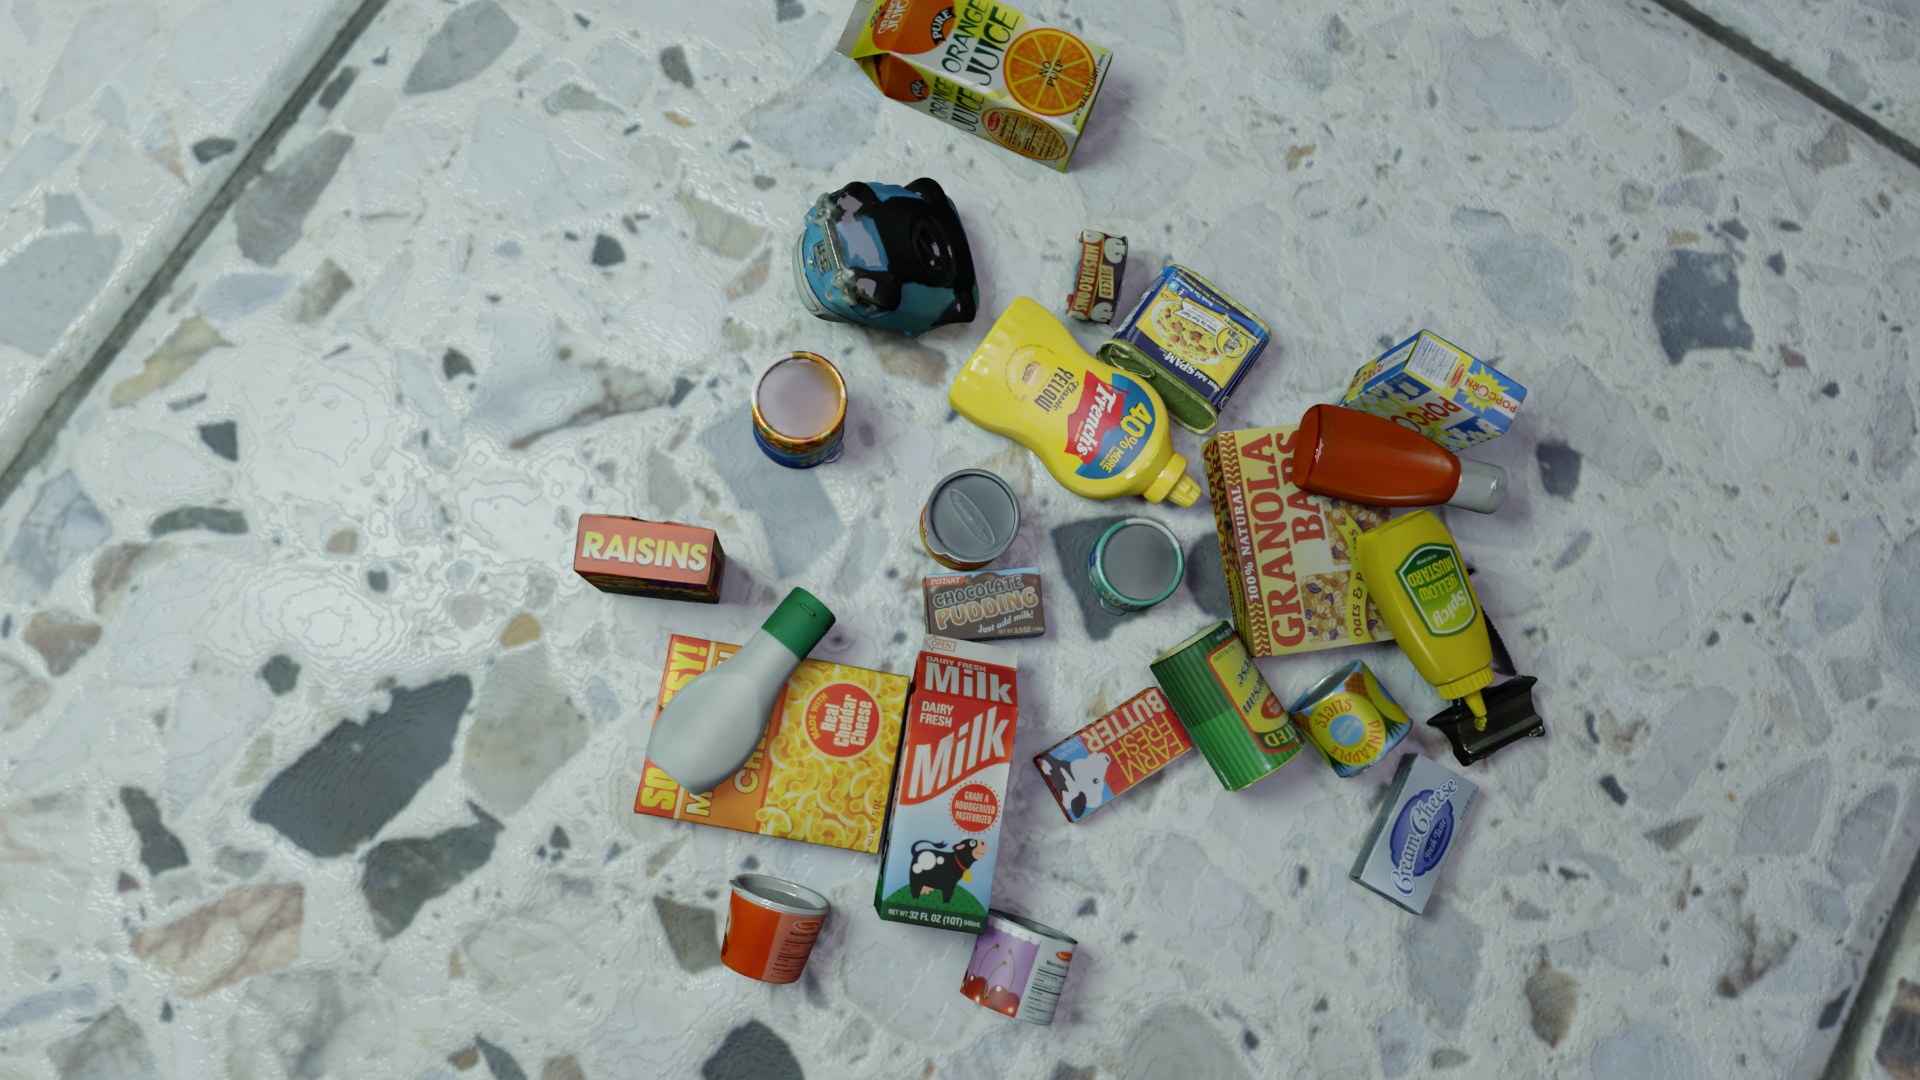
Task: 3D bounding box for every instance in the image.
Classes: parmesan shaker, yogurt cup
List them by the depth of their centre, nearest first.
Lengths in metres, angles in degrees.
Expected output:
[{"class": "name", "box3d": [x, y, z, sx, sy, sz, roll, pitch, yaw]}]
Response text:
[{"class": "yogurt cup", "box3d": [-0.126, 0.259, 0.923, 0.072, 0.072, 0.054, 17, 88, -4]}, {"class": "parmesan shaker", "box3d": [0.186, 0.116, 0.978, 0.071, 0.071, 0.103, -31, 86, -10]}]

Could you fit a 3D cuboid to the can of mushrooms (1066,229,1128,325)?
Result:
[{"class": "can of mushrooms", "box3d": [0.100, -0.193, 1.017, 0.033, 0.071, 0.071, 10, 80, -3]}]

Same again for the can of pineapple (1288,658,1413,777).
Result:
[{"class": "can of pineapple", "box3d": [0.277, 0.127, 0.988, 0.071, 0.071, 0.058, -39, 87, -11]}]

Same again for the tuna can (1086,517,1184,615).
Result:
[{"class": "tuna can", "box3d": [0.126, 0.019, 1.006, 0.071, 0.032, 0.071, 1, 81, -7]}]

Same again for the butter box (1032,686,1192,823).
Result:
[{"class": "butter box", "box3d": [0.108, 0.152, 0.987, 0.104, 0.024, 0.053, -30, 86, -10]}]

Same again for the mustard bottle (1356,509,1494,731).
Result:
[{"class": "mustard bottle", "box3d": [0.338, 0.059, 0.978, 0.065, 0.048, 0.160, -24, 86, -11]}]

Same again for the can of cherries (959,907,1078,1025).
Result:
[{"class": "can of cherries", "box3d": [0.037, 0.287, 0.938, 0.071, 0.071, 0.058, 20, 81, -4]}]

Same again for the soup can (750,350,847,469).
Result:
[{"class": "soup can", "box3d": [-0.110, -0.089, 0.968, 0.071, 0.083, 0.071, 1, 81, -7]}]

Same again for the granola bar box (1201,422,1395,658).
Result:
[{"class": "granola bar box", "box3d": [0.254, -0.002, 1.021, 0.124, 0.039, 0.165, -7, 82, -10]}]

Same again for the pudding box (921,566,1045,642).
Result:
[{"class": "pudding box", "box3d": [0.016, 0.046, 0.990, 0.084, 0.030, 0.050, -3, 81, -8]}]

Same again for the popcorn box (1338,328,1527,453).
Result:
[{"class": "popcorn box", "box3d": [0.338, -0.102, 1.003, 0.085, 0.126, 0.038, 30, 82, -1]}]

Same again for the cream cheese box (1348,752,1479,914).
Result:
[{"class": "cream cheese box", "box3d": [0.328, 0.211, 1.004, 0.053, 0.024, 0.104, 29, 79, 0]}]

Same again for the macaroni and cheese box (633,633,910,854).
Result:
[{"class": "macaroni and cheese box", "box3d": [-0.128, 0.139, 0.952, 0.166, 0.040, 0.124, 11, 79, -5]}]

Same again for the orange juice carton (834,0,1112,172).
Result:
[{"class": "orange juice carton", "box3d": [0.008, -0.353, 1.030, 0.193, 0.073, 0.072, 23, 80, -2]}]

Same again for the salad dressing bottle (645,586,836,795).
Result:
[{"class": "salad dressing bottle", "box3d": [-0.142, 0.097, 0.915, 0.064, 0.044, 0.148, 39, 76, 3]}]

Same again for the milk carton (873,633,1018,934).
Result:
[{"class": "milk carton", "box3d": [-0.008, 0.163, 0.946, 0.072, 0.073, 0.191, 11, 80, -5]}]

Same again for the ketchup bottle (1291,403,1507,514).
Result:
[{"class": "ketchup bottle", "box3d": [0.315, -0.052, 0.995, 0.149, 0.043, 0.065, 13, 80, -8]}]

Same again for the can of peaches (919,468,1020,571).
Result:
[{"class": "can of peaches", "box3d": [0.004, -0.012, 0.983, 0.071, 0.058, 0.071, 1, 82, -7]}]

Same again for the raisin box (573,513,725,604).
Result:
[{"class": "raisin box", "box3d": [-0.203, 0.014, 0.921, 0.086, 0.123, 0.040, 7, 81, -5]}]
